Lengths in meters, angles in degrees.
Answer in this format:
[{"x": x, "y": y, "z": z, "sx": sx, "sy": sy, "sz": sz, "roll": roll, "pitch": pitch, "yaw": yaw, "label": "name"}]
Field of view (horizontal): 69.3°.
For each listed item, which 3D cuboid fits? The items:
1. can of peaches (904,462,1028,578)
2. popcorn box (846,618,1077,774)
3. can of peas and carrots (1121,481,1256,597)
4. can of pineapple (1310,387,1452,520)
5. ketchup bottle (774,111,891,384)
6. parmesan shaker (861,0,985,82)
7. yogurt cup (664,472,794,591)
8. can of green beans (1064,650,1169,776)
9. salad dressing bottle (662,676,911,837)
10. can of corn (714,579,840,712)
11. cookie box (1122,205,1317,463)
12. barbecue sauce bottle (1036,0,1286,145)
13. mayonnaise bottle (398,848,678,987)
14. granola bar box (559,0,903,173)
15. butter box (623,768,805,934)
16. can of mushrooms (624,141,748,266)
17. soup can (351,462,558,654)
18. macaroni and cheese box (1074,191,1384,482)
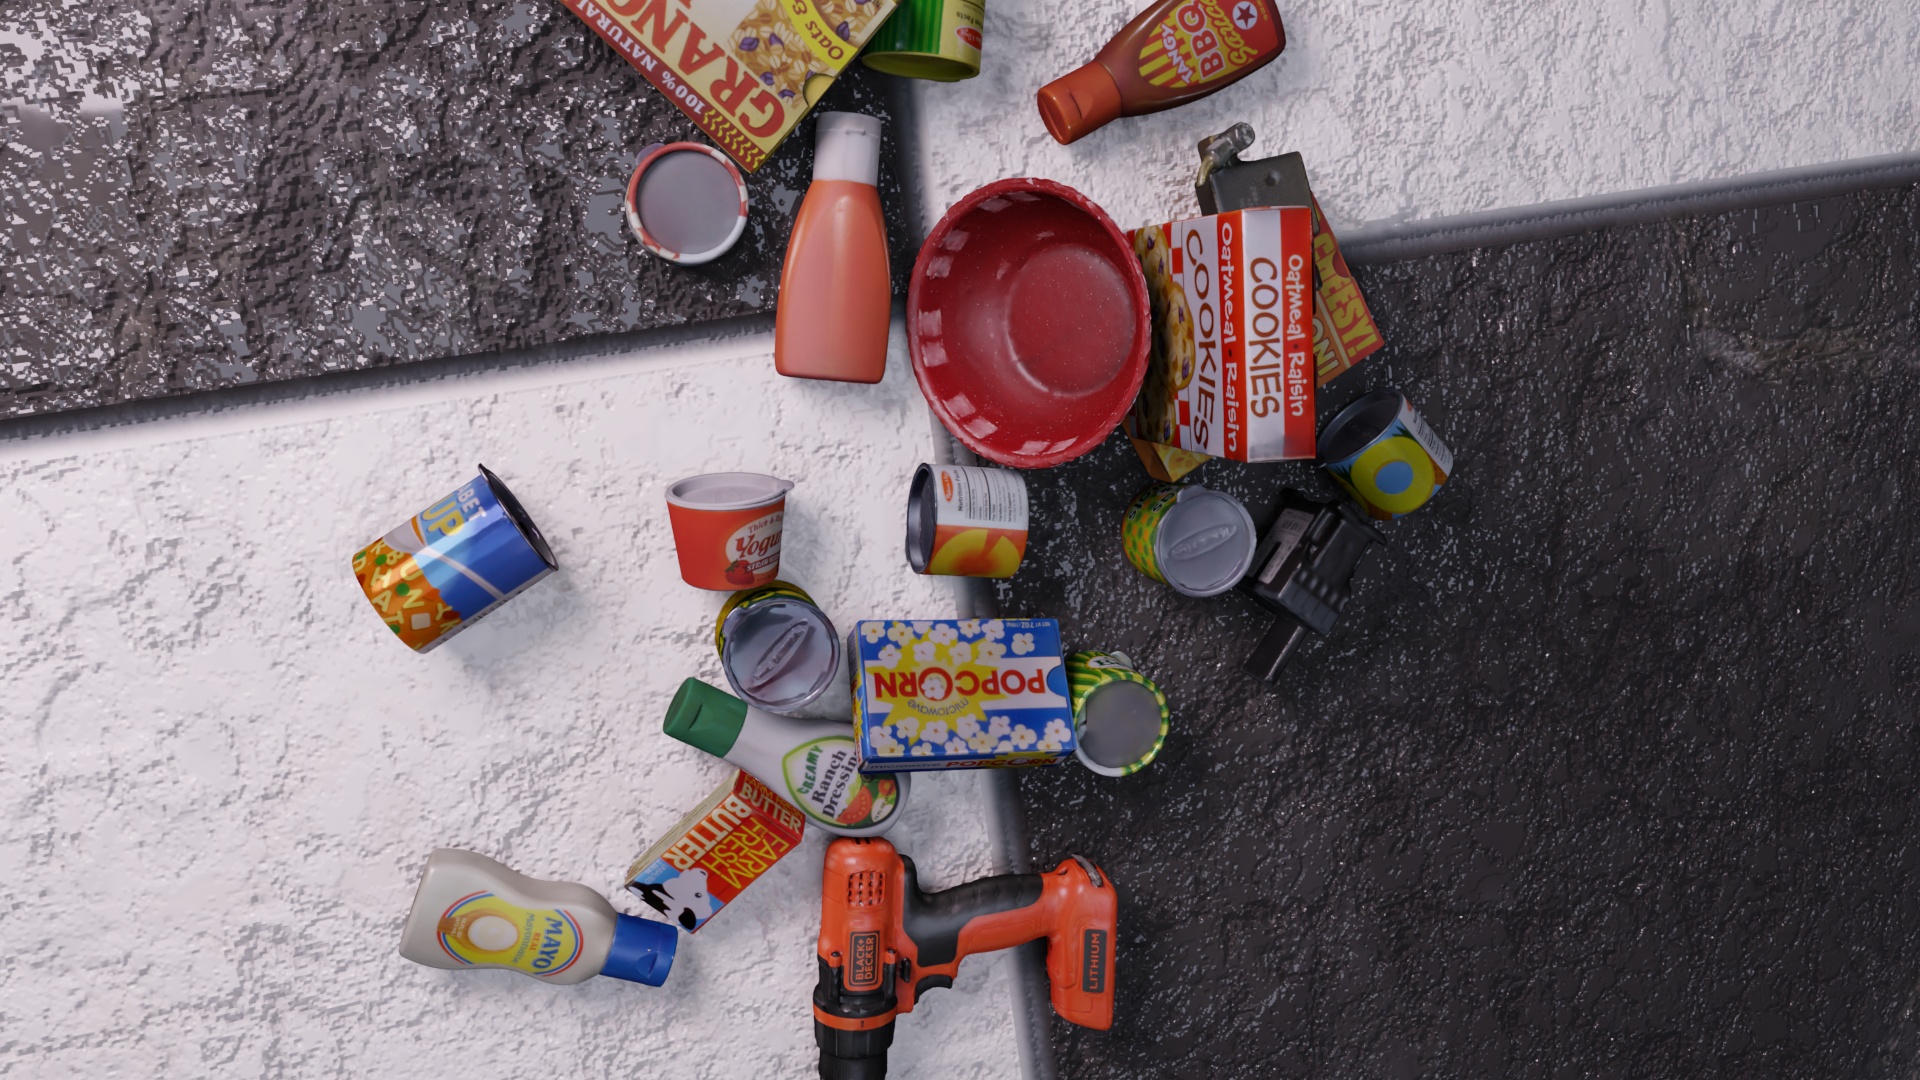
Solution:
[{"x": 0.003, "y": -0.010, "z": 0.821, "sx": 0.058, "sy": 0.071, "sz": 0.071, "roll": 3, "pitch": 98, "yaw": -16, "label": "can of peaches"}, {"x": -0.001, "y": 0.092, "z": 0.828, "sx": 0.127, "sy": 0.038, "sz": 0.085, "roll": 0, "pitch": 63, "yaw": -15, "label": "popcorn box"}, {"x": 0.140, "y": -0.004, "z": 0.862, "sx": 0.071, "sy": 0.059, "sz": 0.071, "roll": -2, "pitch": 99, "yaw": -15, "label": "can of peas and carrots"}, {"x": 0.269, "y": -0.054, "z": 0.888, "sx": 0.058, "sy": 0.071, "sz": 0.071, "roll": 44, "pitch": 86, "yaw": -17, "label": "can of pineapple"}, {"x": -0.069, "y": -0.164, "z": 0.787, "sx": 0.065, "sy": 0.043, "sz": 0.148, "roll": 3, "pitch": 97, "yaw": -17, "label": "ketchup bottle"}, {"x": -0.017, "y": -0.314, "z": 0.770, "sx": 0.071, "sy": 0.071, "sz": 0.103, "roll": 3, "pitch": 97, "yaw": -16, "label": "parmesan shaker"}, {"x": -0.131, "y": -0.005, "z": 0.785, "sx": 0.072, "sy": 0.072, "sz": 0.053, "roll": -5, "pitch": 108, "yaw": -15, "label": "yogurt cup"}, {"x": 0.089, "y": 0.107, "z": 0.866, "sx": 0.071, "sy": 0.058, "sz": 0.071, "roll": -3, "pitch": 99, "yaw": -15, "label": "can of green beans"}, {"x": -0.102, "y": 0.127, "z": 0.823, "sx": 0.147, "sy": 0.044, "sz": 0.064, "roll": 27, "pitch": 85, "yaw": -17, "label": "salad dressing bottle"}, {"x": -0.109, "y": 0.058, "z": 0.803, "sx": 0.071, "sy": 0.058, "sz": 0.071, "roll": -3, "pitch": 100, "yaw": -15, "label": "can of corn"}, {"x": 0.135, "y": -0.111, "z": 0.745, "sx": 0.040, "sy": 0.167, "sz": 0.122, "roll": -6, "pitch": 100, "yaw": -13, "label": "cookie box"}, {"x": 0.116, "y": -0.283, "z": 0.821, "sx": 0.149, "sy": 0.044, "sz": 0.064, "roll": -30, "pitch": 105, "yaw": -9, "label": "barbecue sauce bottle"}, {"x": -0.239, "y": 0.224, "z": 0.801, "sx": 0.148, "sy": 0.041, "sz": 0.064, "roll": 18, "pitch": 94, "yaw": -17, "label": "mayonnaise bottle"}, {"x": -0.130, "y": -0.294, "z": 0.722, "sx": 0.165, "sy": 0.039, "sz": 0.123, "roll": 40, "pitch": 117, "yaw": -16, "label": "granola bar box"}, {"x": -0.143, "y": 0.182, "z": 0.810, "sx": 0.053, "sy": 0.024, "sz": 0.103, "roll": 41, "pitch": 111, "yaw": -18, "label": "butter box"}, {"x": -0.152, "y": -0.187, "z": 0.766, "sx": 0.071, "sy": 0.033, "sz": 0.071, "roll": -3, "pitch": 100, "yaw": -15, "label": "can of mushrooms"}, {"x": -0.272, "y": 0.009, "z": 0.745, "sx": 0.084, "sy": 0.071, "sz": 0.071, "roll": -34, "pitch": 106, "yaw": -8, "label": "soup can"}, {"x": 0.165, "y": -0.131, "z": 0.859, "sx": 0.167, "sy": 0.040, "sz": 0.123, "roll": -33, "pitch": 105, "yaw": -8, "label": "macaroni and cheese box"}]
